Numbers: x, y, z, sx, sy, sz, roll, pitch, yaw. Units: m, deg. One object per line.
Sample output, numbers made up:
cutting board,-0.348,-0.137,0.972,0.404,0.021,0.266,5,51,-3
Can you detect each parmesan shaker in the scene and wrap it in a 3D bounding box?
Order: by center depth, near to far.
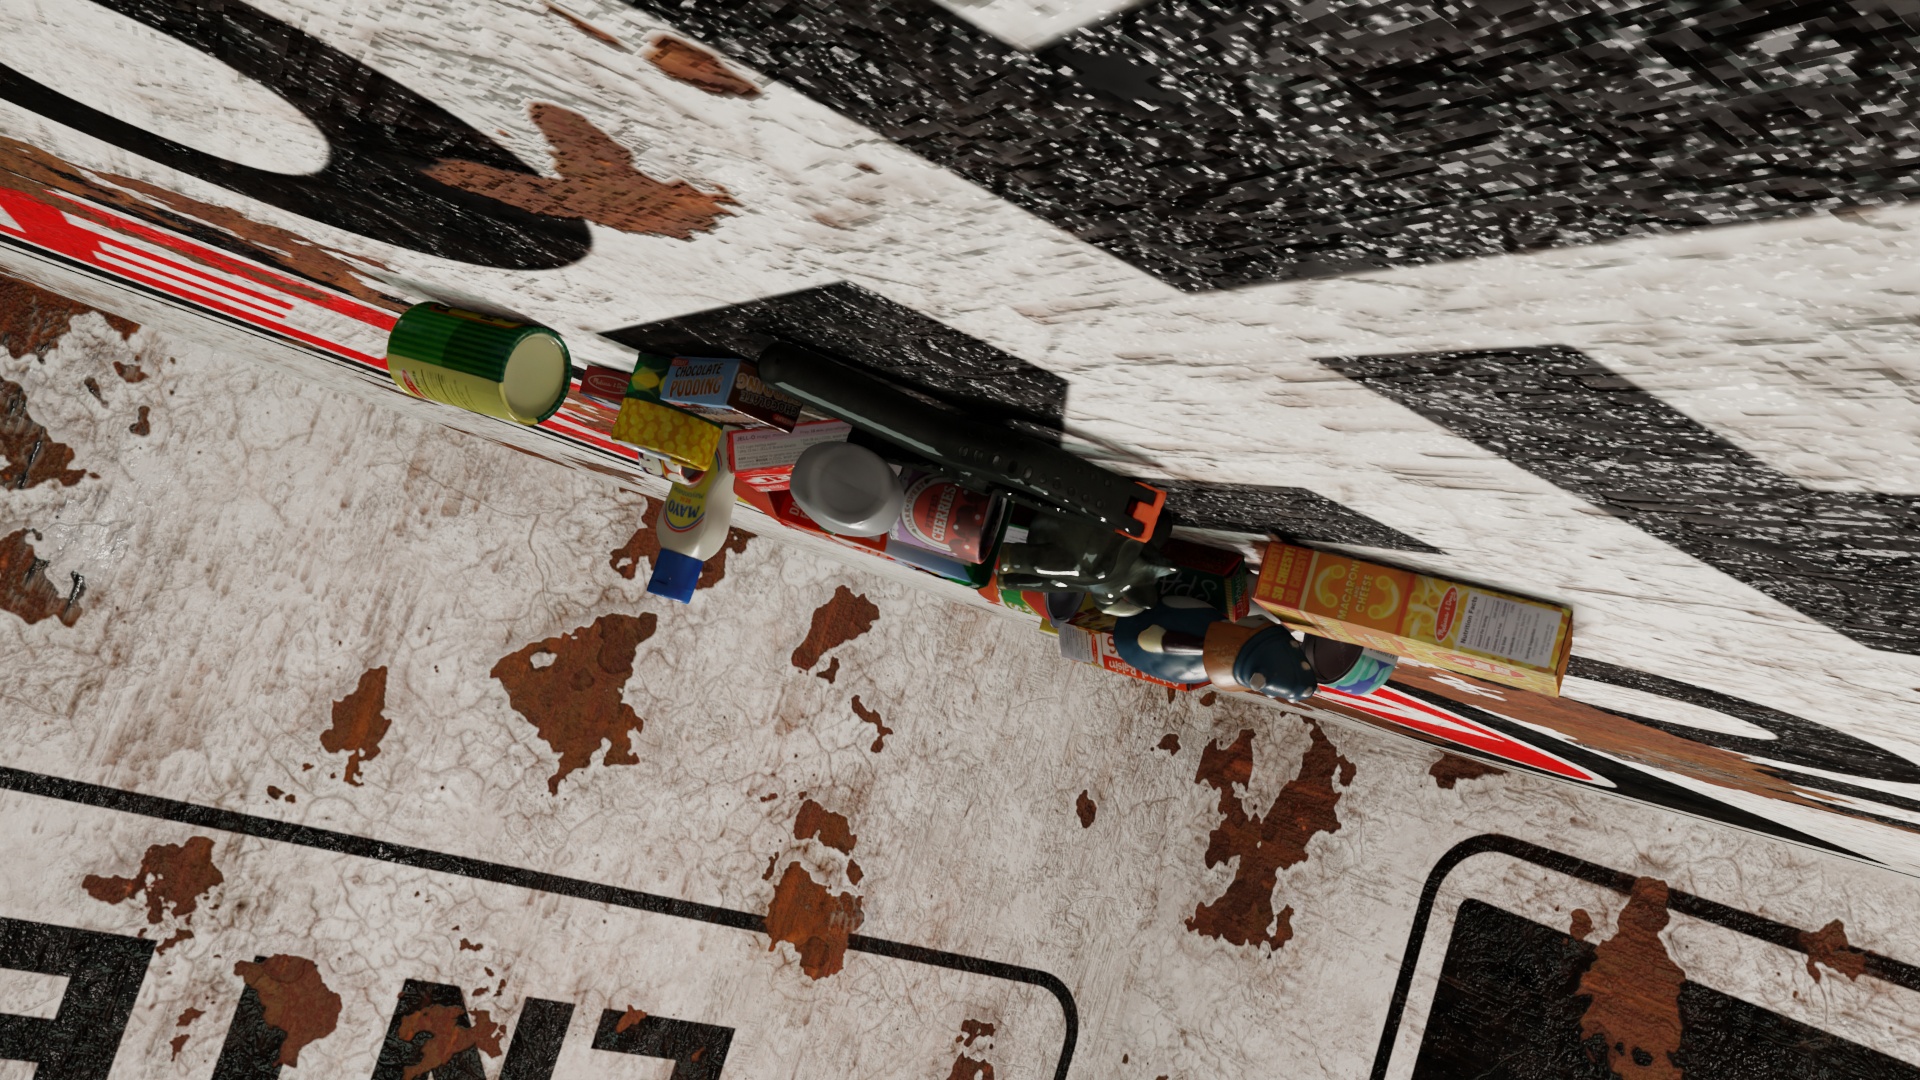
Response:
parmesan shaker,-0.318,-0.117,0.926,0.103,0.071,0.071,15,174,25

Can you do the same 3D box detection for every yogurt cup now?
yogurt cup,-0.142,-0.050,1.088,0.054,0.072,0.072,25,176,5

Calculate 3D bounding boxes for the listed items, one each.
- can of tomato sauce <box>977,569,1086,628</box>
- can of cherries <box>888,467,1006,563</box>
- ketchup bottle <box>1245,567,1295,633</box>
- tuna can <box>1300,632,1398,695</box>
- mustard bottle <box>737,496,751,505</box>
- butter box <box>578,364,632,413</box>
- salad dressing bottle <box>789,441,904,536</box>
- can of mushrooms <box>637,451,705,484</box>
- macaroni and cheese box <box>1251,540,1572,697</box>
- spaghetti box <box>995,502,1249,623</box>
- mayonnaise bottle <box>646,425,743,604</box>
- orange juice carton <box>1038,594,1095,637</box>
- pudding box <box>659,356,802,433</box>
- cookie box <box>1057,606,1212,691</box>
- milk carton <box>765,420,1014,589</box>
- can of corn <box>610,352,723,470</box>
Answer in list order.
can of tomato sauce,0.065,0.036,1.273,0.083,0.071,0.071,14,174,37
can of cherries,-0.006,-0.023,0.849,0.058,0.071,0.071,17,175,10
ketchup bottle,0.176,0.034,1.001,0.149,0.043,0.064,12,173,43
tuna can,0.265,0.072,0.949,0.033,0.071,0.071,19,175,-21
mustard bottle,-0.134,-0.042,1.237,0.160,0.049,0.065,16,175,10
butter box,-0.237,-0.103,1.050,0.053,0.024,0.103,15,175,19
salad dressing bottle,-0.068,-0.026,0.805,0.064,0.044,0.147,25,174,-6
can of mushrooms,-0.198,-0.073,0.983,0.033,0.071,0.071,15,175,10
macaroni and cheese box,0.268,0.046,0.817,0.166,0.040,0.123,15,175,25
spaghetti box,0.089,0.011,0.996,0.250,0.029,0.050,14,131,35
mayonnaise bottle,-0.214,-0.024,1.127,0.065,0.148,0.041,15,174,27
orange juice carton,0.178,0.086,1.416,0.192,0.073,0.072,21,174,-39
pudding box,-0.136,-0.087,0.822,0.049,0.030,0.083,22,173,-40
cookie box,0.188,0.086,1.245,0.123,0.040,0.167,-16,-164,-33
milk carton,-0.064,-0.029,0.966,0.191,0.073,0.072,18,175,-5
can of corn,-0.182,-0.081,0.888,0.071,0.058,0.071,17,175,2
